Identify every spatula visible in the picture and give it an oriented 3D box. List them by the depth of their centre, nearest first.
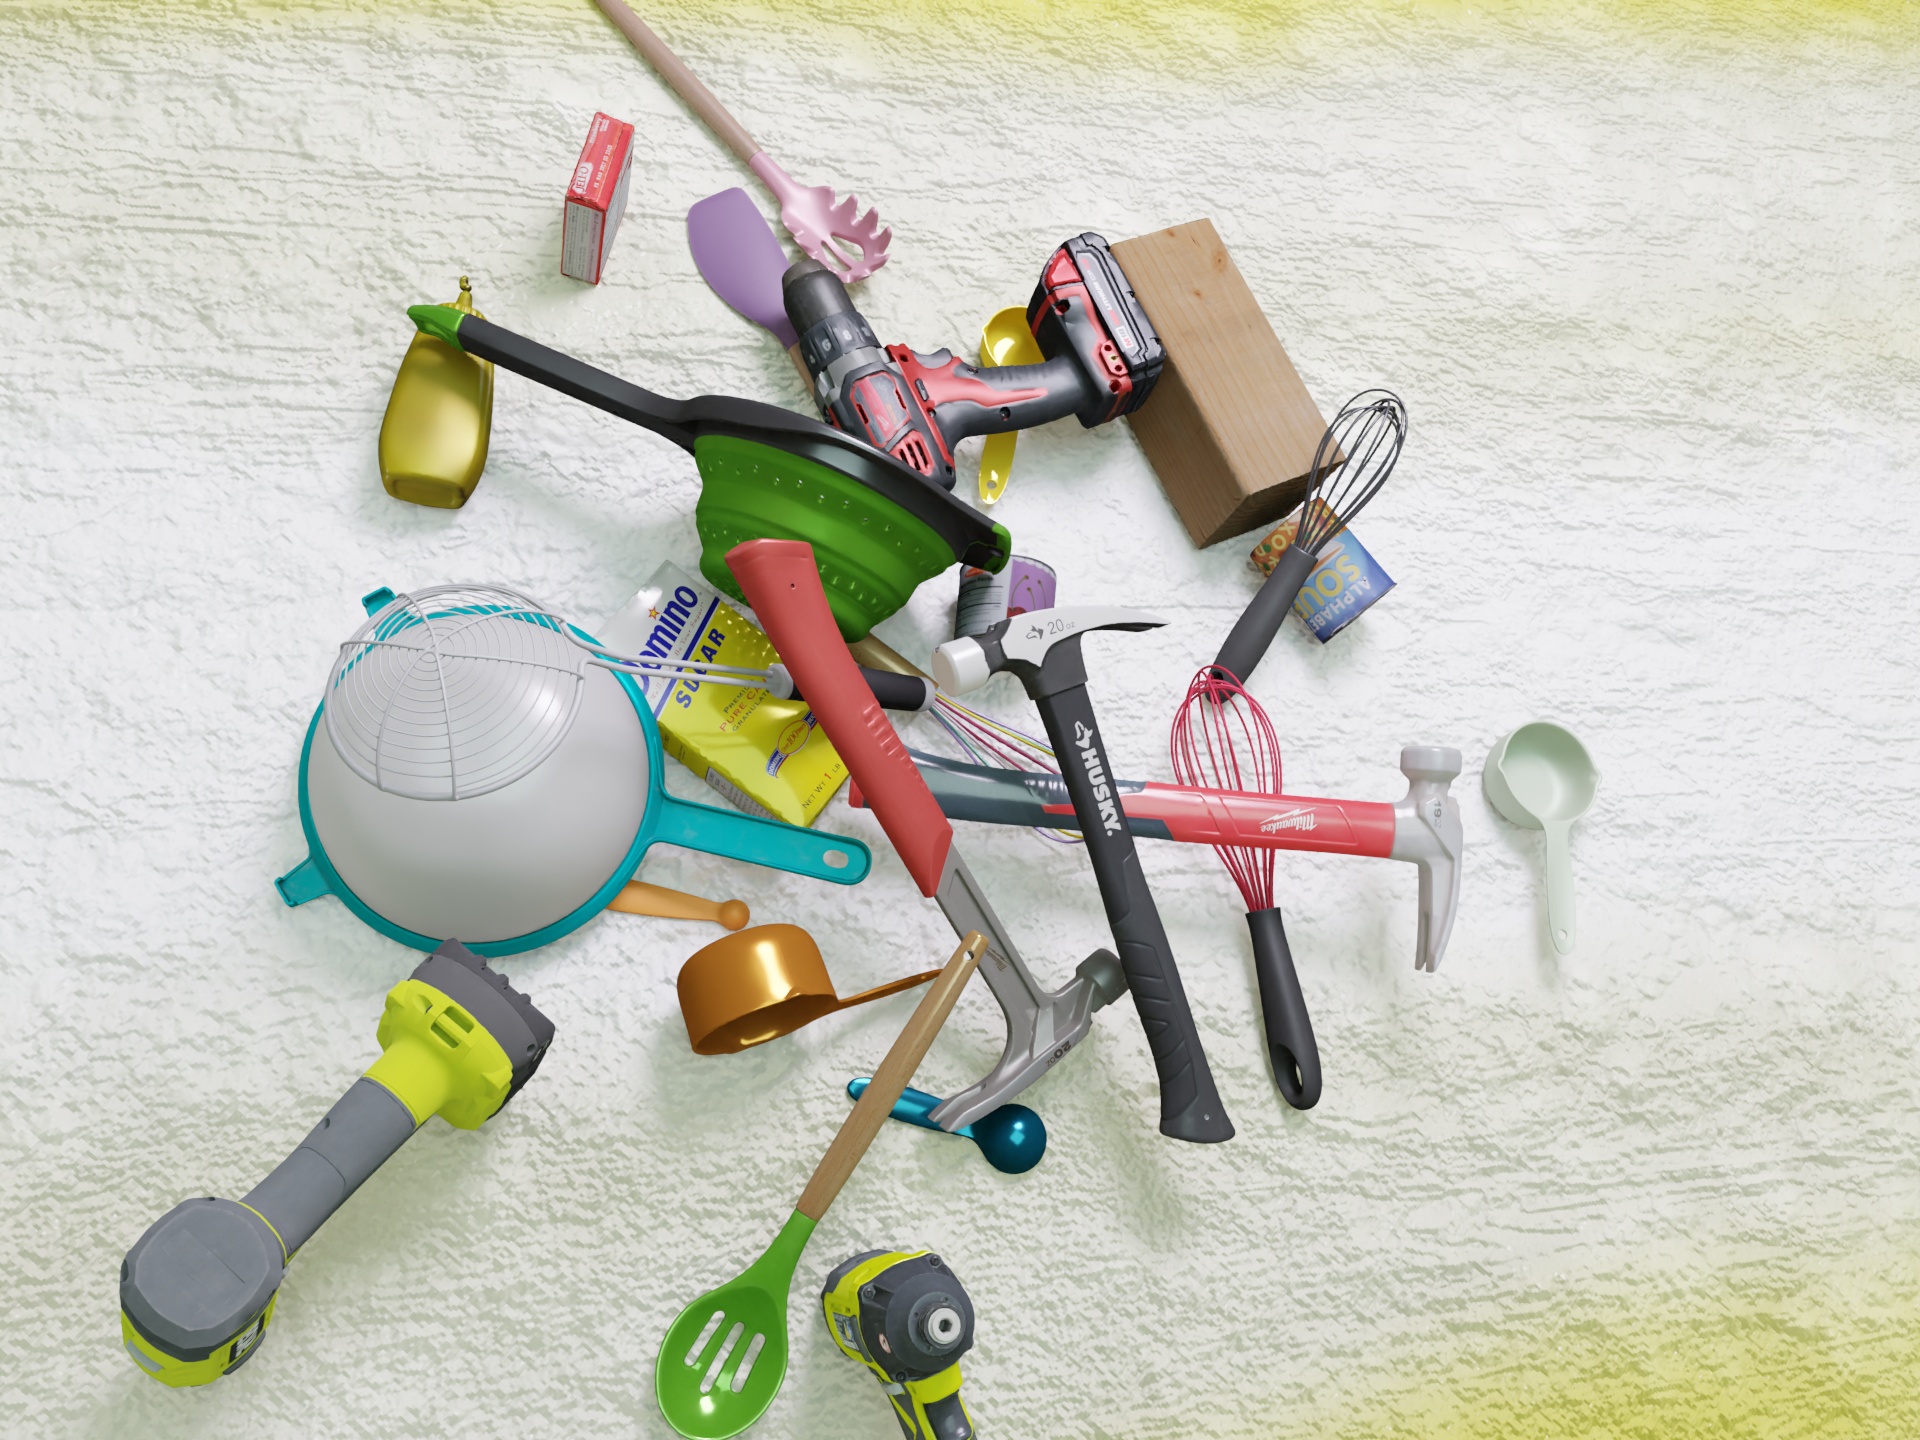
[{"bbox_3d":[-0.103,-0.238,1.105,0.060,0.018,0.316,-29,80,-11],"label":"spatula"}]

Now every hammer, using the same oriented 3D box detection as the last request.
[{"bbox_3d":[-0.038,0.058,0.916,0.149,0.037,0.359,-36,106,-19],"label":"hammer"},{"bbox_3d":[0.099,0.092,0.940,0.146,0.035,0.335,-20,93,-25],"label":"hammer"},{"bbox_3d":[0.122,0.072,0.991,0.386,0.038,0.143,5,84,-6],"label":"hammer"}]

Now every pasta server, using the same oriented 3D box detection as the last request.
[{"bbox_3d":[-0.165,-0.428,1.146,0.060,0.040,0.316,-41,84,-13],"label":"pasta server"}]

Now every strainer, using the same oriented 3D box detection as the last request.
[{"bbox_3d":[-0.216,0.042,0.903,0.340,0.095,0.211,13,78,-2],"label":"strainer"}]

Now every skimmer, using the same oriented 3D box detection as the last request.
[{"bbox_3d":[-0.165,-0.010,0.898,0.363,0.090,0.127,5,50,-47],"label":"skimmer"}]

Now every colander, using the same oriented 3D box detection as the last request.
[{"bbox_3d":[-0.168,-0.141,0.974,0.397,0.204,0.094,23,82,0],"label":"colander"}]

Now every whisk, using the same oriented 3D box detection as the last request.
[{"bbox_3d":[-0.001,-0.005,1.037,0.245,0.047,0.051,37,67,4],"label":"whisk"},{"bbox_3d":[0.194,0.106,1.043,0.073,0.073,0.296,-7,78,-17],"label":"whisk"},{"bbox_3d":[0.229,-0.115,1.077,0.055,0.055,0.239,29,103,-4],"label":"whisk"}]

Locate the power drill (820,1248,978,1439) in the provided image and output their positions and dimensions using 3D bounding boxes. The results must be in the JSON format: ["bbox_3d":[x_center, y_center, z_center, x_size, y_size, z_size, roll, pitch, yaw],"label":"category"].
[{"bbox_3d":[0.001,0.390,0.829,0.080,0.171,0.223,-20,80,-21],"label":"power drill"}]

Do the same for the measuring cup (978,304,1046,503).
[{"bbox_3d":[0.032,-0.221,1.134,0.062,0.029,0.157,15,74,-8],"label":"measuring cup"}]

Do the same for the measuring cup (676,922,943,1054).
[{"bbox_3d":[-0.087,0.149,0.948,0.173,0.095,0.052,-9,65,-37],"label":"measuring cup"}]

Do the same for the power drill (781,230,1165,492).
[{"bbox_3d":[0.003,-0.254,1.082,0.226,0.080,0.188,-24,80,-15],"label":"power drill"}]

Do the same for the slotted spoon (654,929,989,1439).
[{"bbox_3d":[-0.070,0.254,0.890,0.070,0.031,0.314,32,84,-2],"label":"slotted spoon"}]

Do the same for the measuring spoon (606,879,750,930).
[{"bbox_3d":[-0.185,0.108,0.963,0.117,0.011,0.021,12,68,-11],"label":"measuring spoon"}]

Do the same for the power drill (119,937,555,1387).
[{"bbox_3d":[-0.320,0.233,0.806,0.080,0.190,0.228,40,52,1],"label":"power drill"}]

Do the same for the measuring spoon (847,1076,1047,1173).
[{"bbox_3d":[-0.006,0.239,0.958,0.128,0.021,0.042,19,67,-8],"label":"measuring spoon"}]

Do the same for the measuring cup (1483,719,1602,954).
[{"bbox_3d":[0.409,0.084,1.118,0.083,0.038,0.168,6,71,-13],"label":"measuring cup"}]
